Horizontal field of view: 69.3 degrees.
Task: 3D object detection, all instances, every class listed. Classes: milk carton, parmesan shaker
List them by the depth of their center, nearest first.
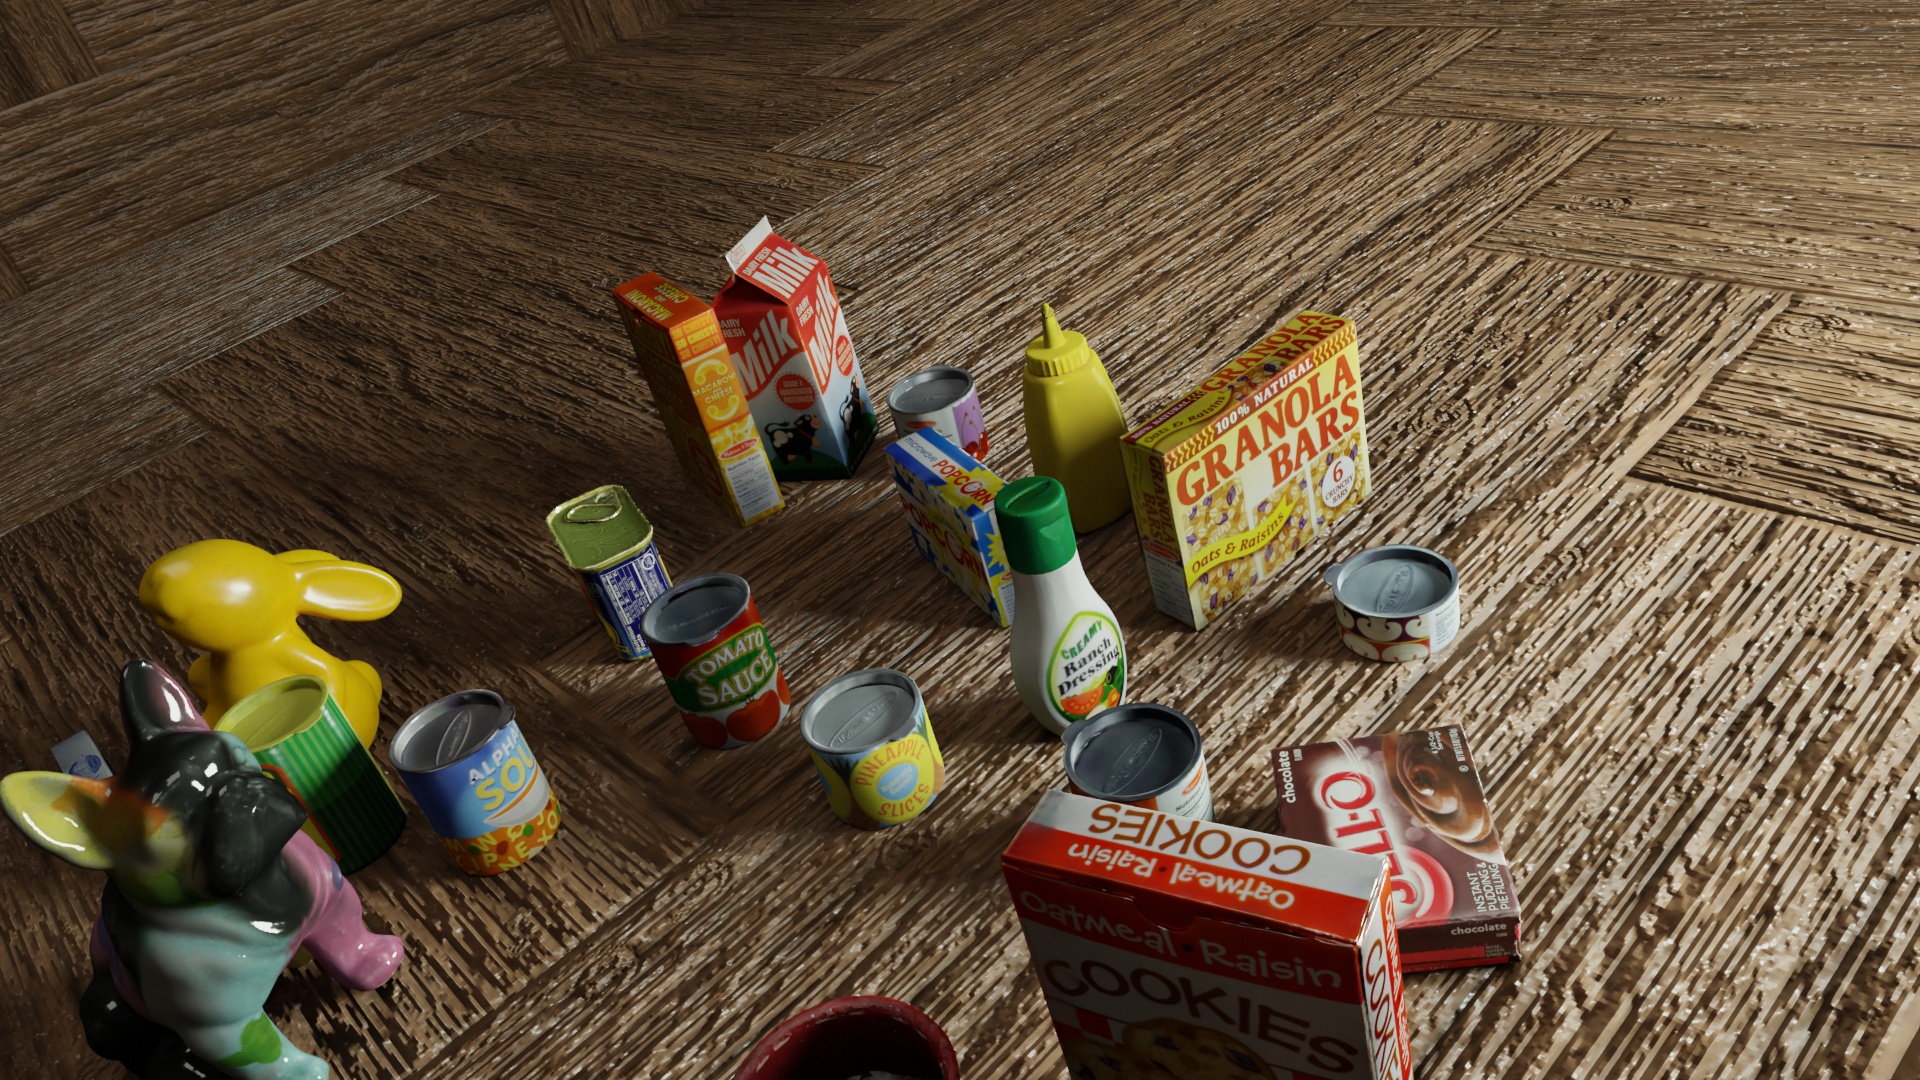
[{"bbox_3d":[-0.373,0.138,0.805,0.071,0.102,0.072,-12,33,8],"label":"parmesan shaker"},{"bbox_3d":[-0.129,-0.141,1.038,0.073,0.189,0.073,-2,35,22],"label":"milk carton"}]

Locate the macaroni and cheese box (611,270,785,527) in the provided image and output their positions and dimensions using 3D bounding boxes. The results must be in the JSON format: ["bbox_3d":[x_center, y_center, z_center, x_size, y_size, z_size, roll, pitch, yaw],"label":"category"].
[{"bbox_3d":[-0.197,-0.106,1.037,0.040,0.165,0.124,-29,35,-20],"label":"macaroni and cheese box"}]

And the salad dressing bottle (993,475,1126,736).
[{"bbox_3d":[0.050,0.036,0.731,0.064,0.147,0.044,-32,36,-23],"label":"salad dressing bottle"}]

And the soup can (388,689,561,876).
[{"bbox_3d":[-0.268,0.136,0.780,0.071,0.083,0.072,-12,33,8],"label":"soup can"}]

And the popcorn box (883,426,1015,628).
[{"bbox_3d":[0.003,-0.011,0.881,0.038,0.084,0.127,-27,34,-16],"label":"popcorn box"}]

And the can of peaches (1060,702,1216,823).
[{"bbox_3d":[0.086,0.121,0.672,0.071,0.057,0.071,-11,33,8],"label":"can of peaches"}]

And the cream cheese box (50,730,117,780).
[{"bbox_3d":[-0.545,0.165,0.886,0.024,0.053,0.104,-36,37,-28],"label":"cream cheese box"}]

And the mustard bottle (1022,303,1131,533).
[{"bbox_3d":[0.072,-0.083,0.890,0.065,0.159,0.049,-28,34,-18],"label":"mustard bottle"}]

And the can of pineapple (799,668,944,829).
[{"bbox_3d":[-0.046,0.112,0.743,0.071,0.057,0.071,-11,33,8],"label":"can of pineapple"}]

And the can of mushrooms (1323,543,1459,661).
[{"bbox_3d":[0.236,0.033,0.760,0.071,0.033,0.071,-11,33,8],"label":"can of mushrooms"}]

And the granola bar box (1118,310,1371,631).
[{"bbox_3d":[0.172,-0.043,0.820,0.166,0.123,0.039,-34,36,-26],"label":"granola bar box"}]

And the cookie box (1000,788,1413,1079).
[{"bbox_3d":[0.093,0.170,0.493,0.123,0.166,0.040,5,38,30],"label":"cookie box"}]

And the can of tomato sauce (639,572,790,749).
[{"bbox_3d":[-0.143,0.072,0.821,0.071,0.082,0.071,-12,33,8],"label":"can of tomato sauce"}]

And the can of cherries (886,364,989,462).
[{"bbox_3d":[-0.015,-0.089,1.031,0.071,0.058,0.072,-11,33,8],"label":"can of cherries"}]
